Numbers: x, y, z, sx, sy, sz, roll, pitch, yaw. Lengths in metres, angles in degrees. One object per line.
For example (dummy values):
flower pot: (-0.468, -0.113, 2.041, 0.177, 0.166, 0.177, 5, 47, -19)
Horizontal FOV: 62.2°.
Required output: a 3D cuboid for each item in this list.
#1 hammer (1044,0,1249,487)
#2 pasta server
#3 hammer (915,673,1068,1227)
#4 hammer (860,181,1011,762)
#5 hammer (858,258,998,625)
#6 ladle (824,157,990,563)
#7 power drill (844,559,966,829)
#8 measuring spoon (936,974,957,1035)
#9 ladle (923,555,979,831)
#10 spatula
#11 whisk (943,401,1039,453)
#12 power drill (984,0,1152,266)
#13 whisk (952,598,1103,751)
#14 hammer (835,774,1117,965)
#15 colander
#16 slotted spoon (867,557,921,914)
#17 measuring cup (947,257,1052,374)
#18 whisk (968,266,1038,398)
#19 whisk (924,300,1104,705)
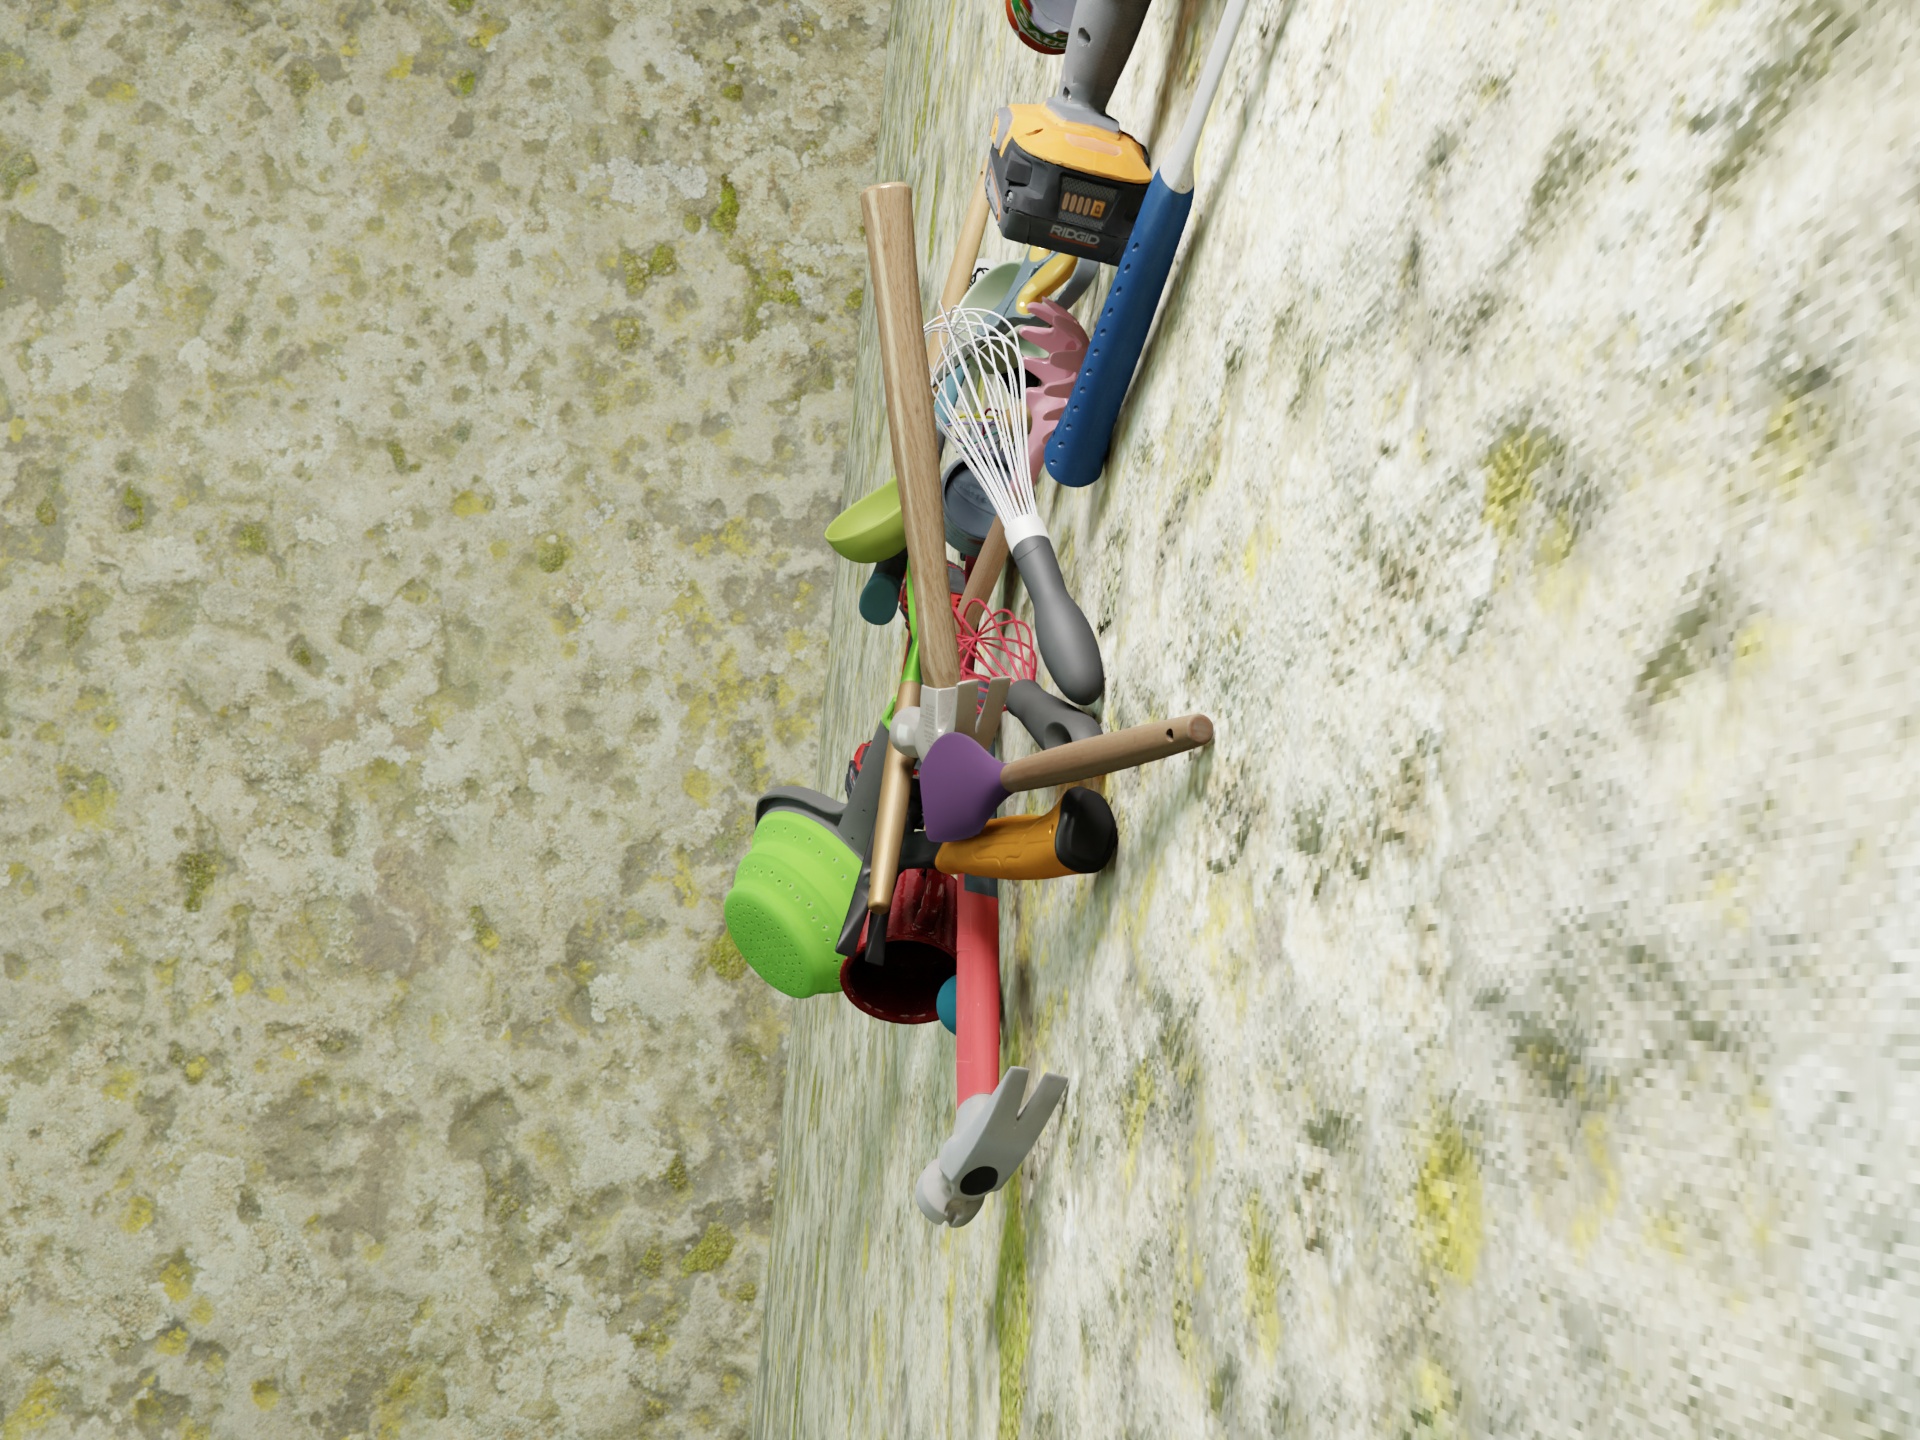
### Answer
hammer: (0.100, -0.250, 0.714, 0.405, 0.035, 0.144, 109, 165, -54)
pasta server: (0.023, -0.129, 1.024, 0.316, 0.040, 0.060, 113, 151, -43)
hammer: (0.016, 0.101, 0.975, 0.387, 0.038, 0.143, -90, 20, -46)
hammer: (-0.023, -0.132, 0.900, 0.130, 0.031, 0.331, -163, 65, -67)
hammer: (-0.025, -0.221, 1.304, 0.128, 0.033, 0.331, 110, 177, -59)
ladle: (-0.029, -0.271, 1.192, 0.078, 0.062, 0.320, 16, 90, 59)
power drill: (-0.037, -0.029, 1.328, 0.143, 0.078, 0.219, -124, 44, -75)
measuring spoon: (-0.004, 0.229, 1.037, 0.042, 0.021, 0.128, -65, -26, -87)
ladle: (-0.002, -0.004, 1.157, 0.069, 0.031, 0.315, -118, 38, -76)
spatula: (0.036, 0.023, 0.776, 0.316, 0.018, 0.060, 161, 103, -67)
whisk: (0.036, -0.203, 1.112, 0.245, 0.051, 0.047, -164, 60, -77)
power drill: (0.080, -0.346, 0.782, 0.186, 0.084, 0.226, -99, 22, -59)
whisk: (0.032, -0.018, 0.932, 0.296, 0.073, 0.073, -132, 49, -70)
hammer: (0.003, 0.081, 0.910, 0.337, 0.034, 0.127, -18, 54, 69)
colander: (-0.108, 0.117, 1.263, 0.094, 0.204, 0.396, -37, -17, -35)
slotted spoon: (-0.035, -0.001, 1.032, 0.070, 0.031, 0.314, 101, 177, -45)
measuring cup: (0.047, -0.252, 1.062, 0.083, 0.038, 0.168, -52, 37, 11)
whisk: (0.025, -0.289, 1.195, 0.239, 0.055, 0.055, -106, 24, -57)
whisk: (0.027, -0.127, 0.888, 0.070, 0.070, 0.285, 109, 149, -55)
